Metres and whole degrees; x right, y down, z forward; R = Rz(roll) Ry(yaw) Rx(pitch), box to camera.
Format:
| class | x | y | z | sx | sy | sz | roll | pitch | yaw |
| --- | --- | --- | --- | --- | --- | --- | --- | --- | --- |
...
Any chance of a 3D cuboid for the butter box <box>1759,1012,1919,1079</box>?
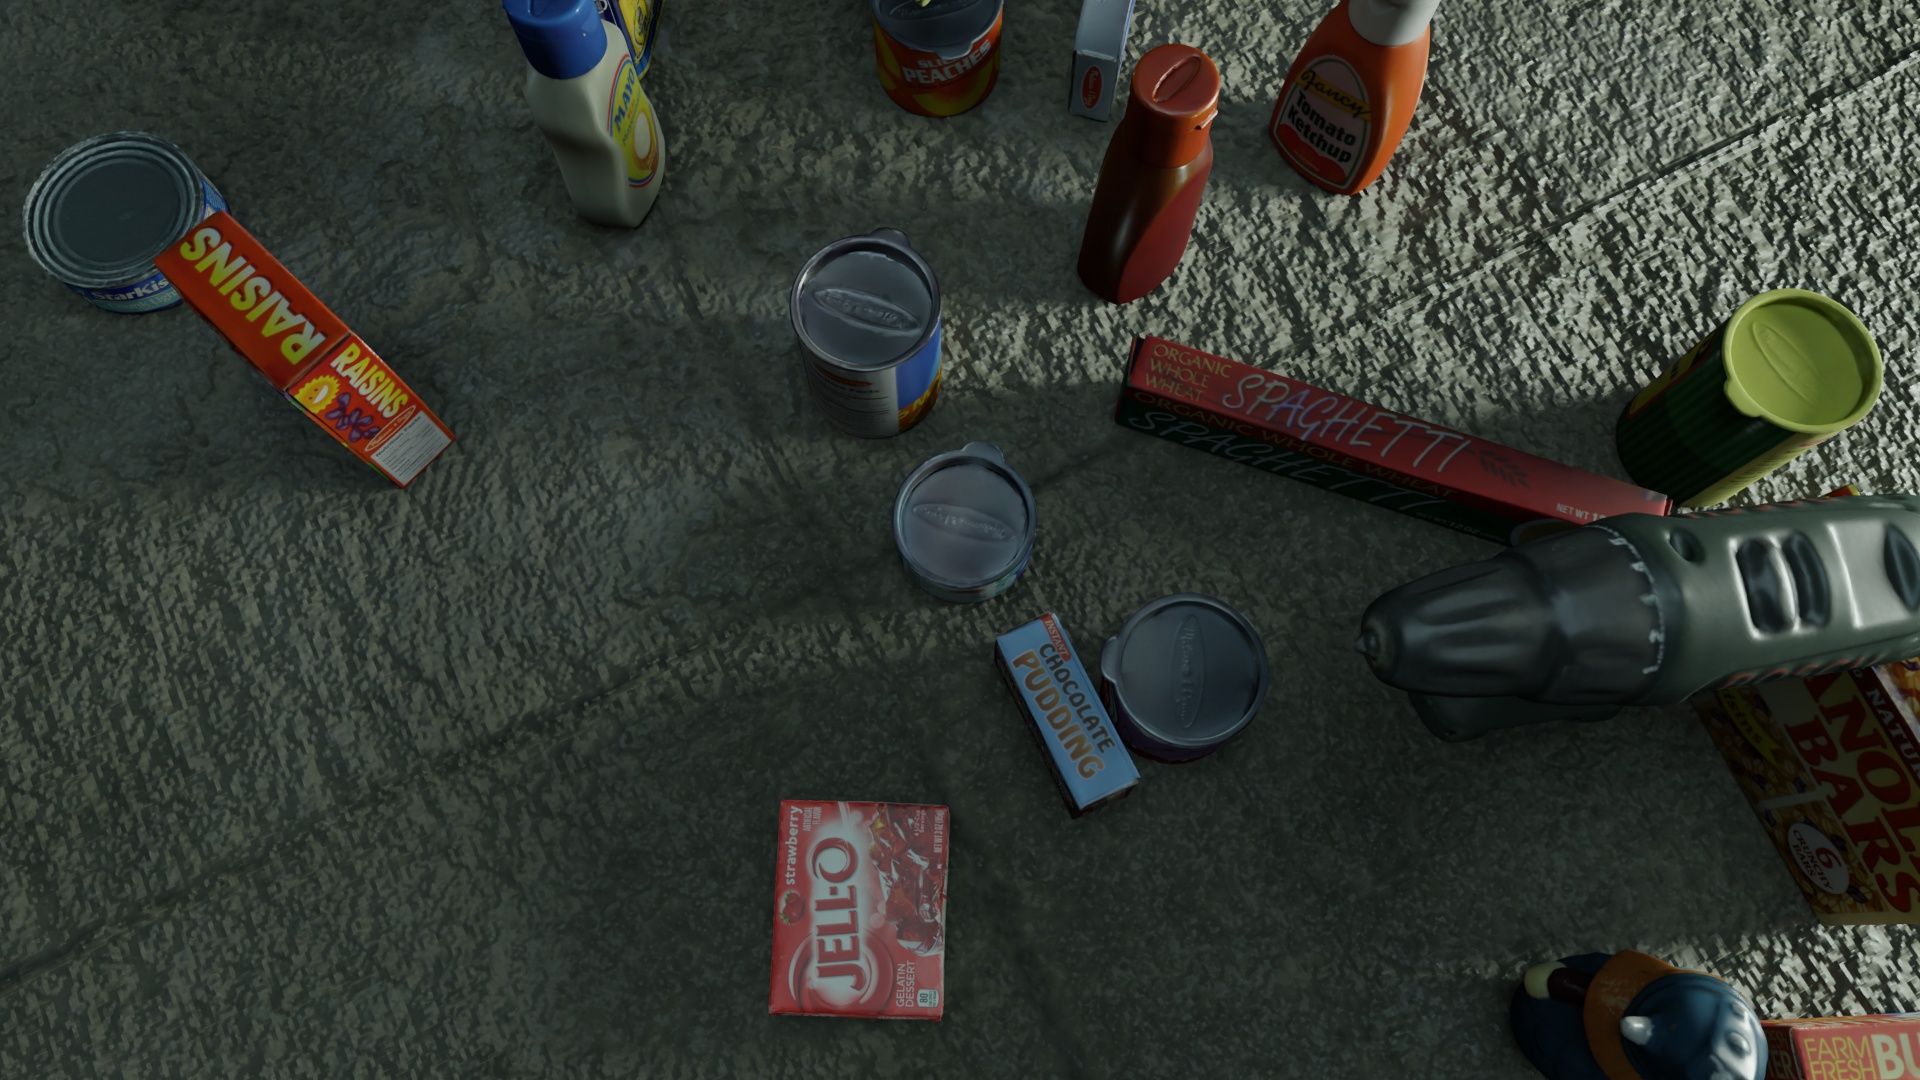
| class | x | y | z | sx | sy | sz | roll | pitch | yaw |
| --- | --- | --- | --- | --- | --- | --- | --- | --- | --- |
| butter box | 0.379 | 0.208 | 0.570 | 0.103 | 0.053 | 0.024 | -2 | 73 | -1 |

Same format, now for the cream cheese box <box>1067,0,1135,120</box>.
| class | x | y | z | sx | sy | sz | roll | pitch | yaw |
| --- | --- | --- | --- | --- | --- | --- | --- | --- | --- |
| cream cheese box | 0.077 | -0.276 | 0.717 | 0.024 | 0.053 | 0.104 | 12 | 73 | 3 |

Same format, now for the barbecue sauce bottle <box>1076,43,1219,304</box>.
| class | x | y | z | sx | sy | sz | roll | pitch | yaw |
| --- | --- | --- | --- | --- | --- | --- | --- | --- | --- |
| barbecue sauce bottle | 0.088 | -0.165 | 0.633 | 0.044 | 0.148 | 0.065 | 42 | 77 | 11 |

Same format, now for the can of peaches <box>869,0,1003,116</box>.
| class | x | y | z | sx | sy | sz | roll | pitch | yaw |
| --- | --- | --- | --- | --- | --- | --- | --- | --- | --- |
| can of peaches | -0.011 | -0.258 | 0.708 | 0.071 | 0.058 | 0.071 | 0 | 73 | 0 |

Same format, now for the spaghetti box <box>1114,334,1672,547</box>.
| class | x | y | z | sx | sy | sz | roll | pitch | yaw |
| --- | --- | --- | --- | --- | --- | --- | --- | --- | --- |
| spaghetti box | 0.194 | -0.039 | 0.647 | 0.250 | 0.050 | 0.029 | 18 | 74 | 5 |

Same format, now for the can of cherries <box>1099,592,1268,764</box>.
| class | x | y | z | sx | sy | sz | roll | pitch | yaw |
| --- | --- | --- | --- | --- | --- | --- | --- | --- | --- |
| can of cherries | 0.094 | 0.061 | 0.610 | 0.071 | 0.058 | 0.071 | 0 | 73 | 0 |

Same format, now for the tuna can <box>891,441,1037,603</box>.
| class | x | y | z | sx | sy | sz | roll | pitch | yaw |
| --- | --- | --- | --- | --- | --- | --- | --- | --- | --- |
| tuna can | 0.002 | -0.008 | 0.644 | 0.071 | 0.032 | 0.071 | 0 | 73 | 0 |

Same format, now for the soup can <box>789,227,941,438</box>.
| class | x | y | z | sx | sy | sz | roll | pitch | yaw |
| --- | --- | --- | --- | --- | --- | --- | --- | --- | --- |
| soup can | -0.040 | -0.094 | 0.644 | 0.071 | 0.083 | 0.071 | 0 | 73 | 0 |

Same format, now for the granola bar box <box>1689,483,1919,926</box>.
| class | x | y | z | sx | sy | sz | roll | pitch | yaw |
| --- | --- | --- | --- | --- | --- | --- | --- | --- | --- |
| granola bar box | 0.363 | 0.073 | 0.575 | 0.039 | 0.124 | 0.166 | -22 | 74 | -7 |

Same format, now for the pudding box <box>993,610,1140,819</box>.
| class | x | y | z | sx | sy | sz | roll | pitch | yaw |
| --- | --- | --- | --- | --- | --- | --- | --- | --- | --- |
| pudding box | 0.045 | 0.077 | 0.609 | 0.030 | 0.049 | 0.084 | -24 | 75 | -8 |

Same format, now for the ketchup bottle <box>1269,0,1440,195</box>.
| class | x | y | z | sx | sy | sz | roll | pitch | yaw |
| --- | --- | --- | --- | --- | --- | --- | --- | --- | --- |
| ketchup bottle | 0.190 | -0.225 | 0.653 | 0.065 | 0.148 | 0.043 | 43 | 78 | 11 |

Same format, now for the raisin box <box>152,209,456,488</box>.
| class | x | y | z | sx | sy | sz | roll | pitch | yaw |
| --- | --- | --- | --- | --- | --- | --- | --- | --- | --- |
| raisin box | -0.286 | -0.081 | 0.616 | 0.086 | 0.123 | 0.040 | 42 | 77 | 11 |

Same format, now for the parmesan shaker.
| class | x | y | z | sx | sy | sz | roll | pitch | yaw |
| --- | --- | --- | --- | --- | --- | --- | --- | --- | --- |
| parmesan shaker | 0.348 | -0.060 | 0.627 | 0.071 | 0.102 | 0.071 | 0 | 73 | 0 |

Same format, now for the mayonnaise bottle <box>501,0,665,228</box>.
| class | x | y | z | sx | sy | sz | roll | pitch | yaw |
| --- | --- | --- | --- | --- | --- | --- | --- | --- | --- |
| mayonnaise bottle | -0.172 | -0.206 | 0.644 | 0.041 | 0.147 | 0.065 | 10 | 73 | 3 |
